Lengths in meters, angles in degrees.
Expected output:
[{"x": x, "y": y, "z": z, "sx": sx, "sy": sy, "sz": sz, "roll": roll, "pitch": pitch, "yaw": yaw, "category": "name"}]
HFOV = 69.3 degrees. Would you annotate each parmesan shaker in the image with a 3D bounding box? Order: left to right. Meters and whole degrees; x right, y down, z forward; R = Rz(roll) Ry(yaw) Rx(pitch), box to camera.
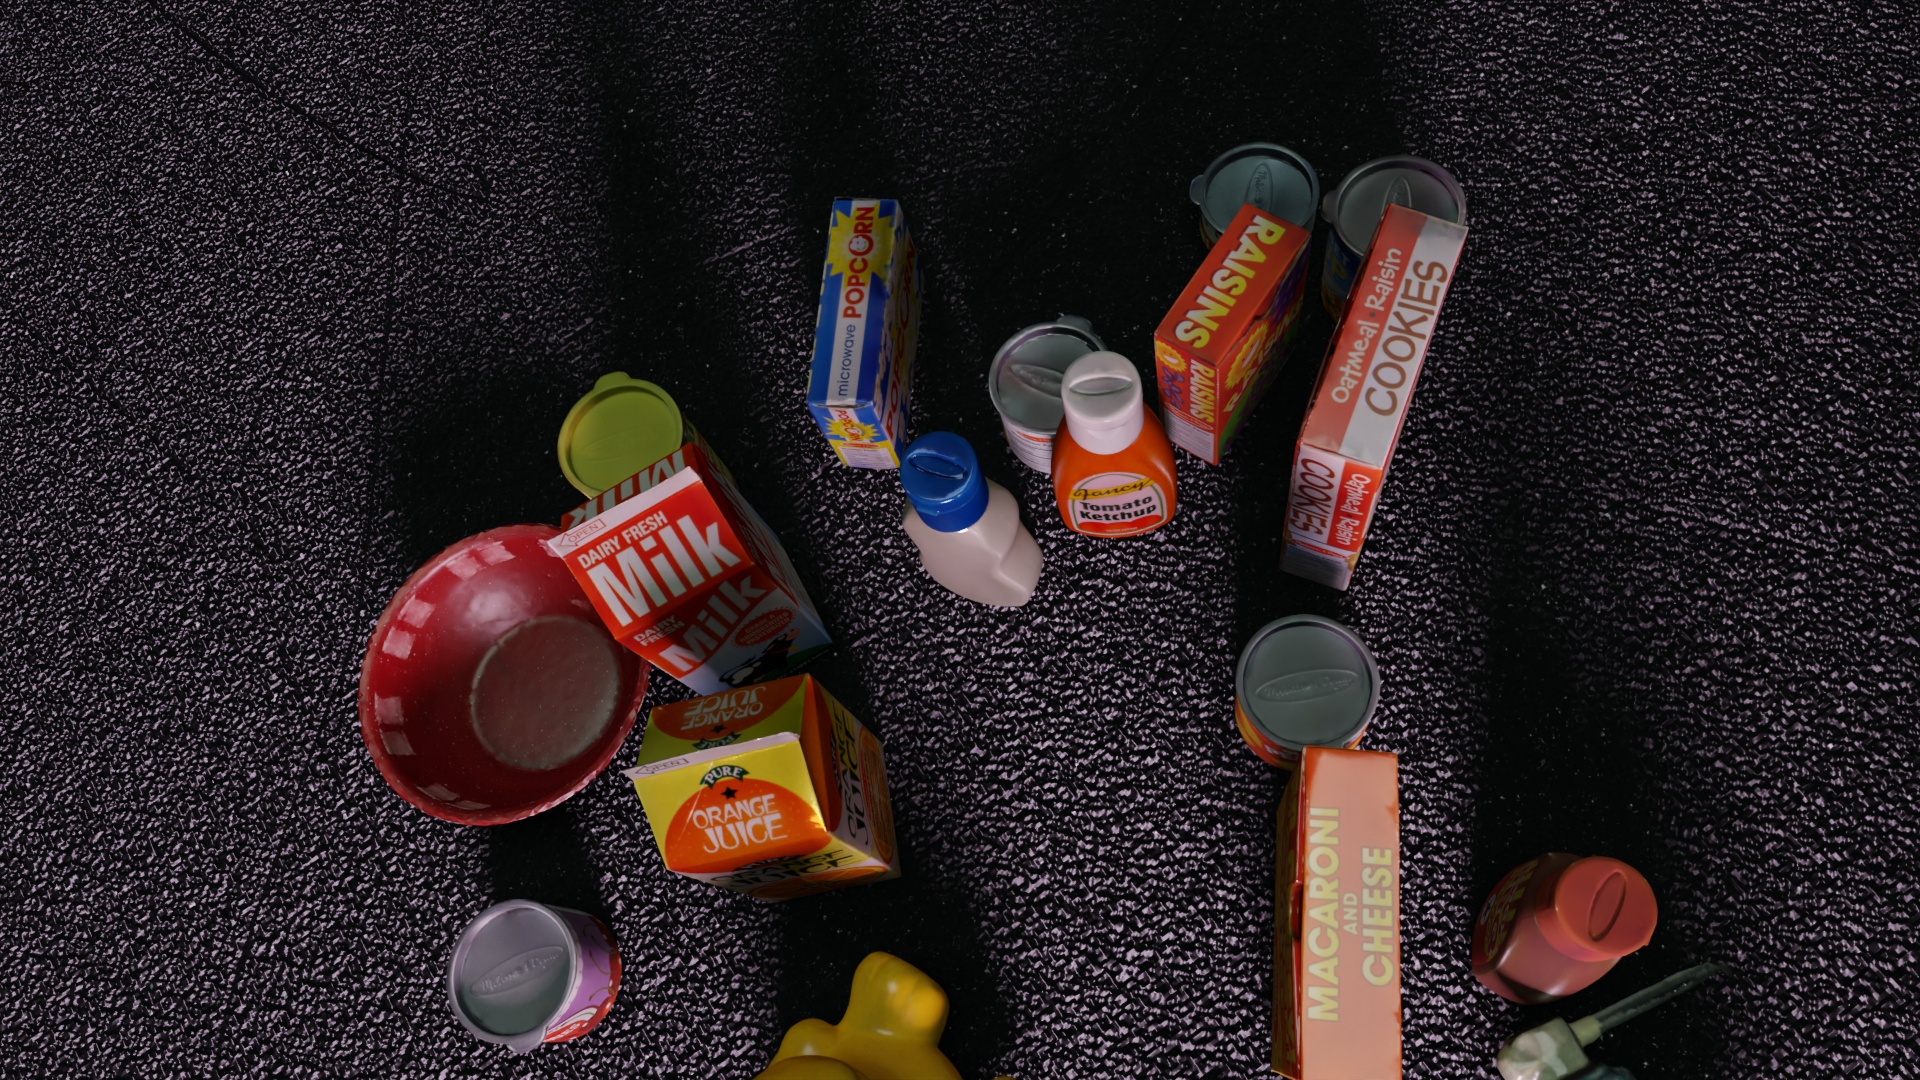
[{"x": -0.164, "y": -0.037, "z": 0.750, "sx": 0.071, "sy": 0.102, "sz": 0.071, "roll": -3, "pitch": 70, "yaw": 9, "category": "parmesan shaker"}]

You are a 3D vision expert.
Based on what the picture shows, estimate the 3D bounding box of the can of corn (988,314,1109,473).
[{"x": 0.053, "y": -0.078, "z": 0.752, "sx": 0.071, "sy": 0.058, "sz": 0.071, "roll": -3, "pitch": 70, "yaw": 9, "category": "can of corn"}]

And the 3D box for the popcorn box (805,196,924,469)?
[{"x": -0.051, "y": -0.113, "z": 0.768, "sx": 0.038, "sy": 0.085, "sz": 0.127, "roll": 2, "pitch": 70, "yaw": 10, "category": "popcorn box"}]

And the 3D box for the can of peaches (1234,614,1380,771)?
[{"x": 0.167, "y": 0.078, "z": 0.675, "sx": 0.071, "sy": 0.058, "sz": 0.071, "roll": -3, "pitch": 70, "yaw": 9, "category": "can of peaches"}]

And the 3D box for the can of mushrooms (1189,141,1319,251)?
[{"x": 0.166, "y": -0.189, "z": 0.788, "sx": 0.071, "sy": 0.033, "sz": 0.071, "roll": -3, "pitch": 69, "yaw": 9, "category": "can of mushrooms"}]

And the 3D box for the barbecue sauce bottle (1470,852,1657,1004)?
[{"x": 0.251, "y": 0.160, "z": 0.581, "sx": 0.044, "sy": 0.148, "sz": 0.065, "roll": 25, "pitch": 76, "yaw": 17, "category": "barbecue sauce bottle"}]

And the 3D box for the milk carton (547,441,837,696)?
[{"x": -0.129, "y": 0.016, "z": 0.677, "sx": 0.072, "sy": 0.190, "sz": 0.073, "roll": -29, "pitch": 68, "yaw": -1, "category": "milk carton"}]

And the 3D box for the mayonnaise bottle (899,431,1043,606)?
[{"x": 0.002, "y": -0.009, "z": 0.686, "sx": 0.065, "sy": 0.147, "sz": 0.041, "roll": 17, "pitch": 74, "yaw": 15, "category": "mayonnaise bottle"}]

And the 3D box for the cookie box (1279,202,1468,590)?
[{"x": 0.192, "y": -0.061, "z": 0.663, "sx": 0.040, "sy": 0.167, "sz": 0.123, "roll": 19, "pitch": 74, "yaw": 16, "category": "cookie box"}]

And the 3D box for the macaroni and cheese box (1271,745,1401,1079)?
[{"x": 0.155, "y": 0.164, "z": 0.586, "sx": 0.040, "sy": 0.166, "sz": 0.124, "roll": 2, "pitch": 71, "yaw": 11, "category": "macaroni and cheese box"}]

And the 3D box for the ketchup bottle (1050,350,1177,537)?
[{"x": 0.074, "y": -0.045, "z": 0.688, "sx": 0.065, "sy": 0.148, "sz": 0.043, "roll": -5, "pitch": 70, "yaw": 8, "category": "ketchup bottle"}]

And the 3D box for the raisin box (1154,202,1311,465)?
[{"x": 0.138, "y": -0.102, "z": 0.711, "sx": 0.040, "sy": 0.123, "sz": 0.086, "roll": 32, "pitch": 78, "yaw": 19, "category": "raisin box"}]

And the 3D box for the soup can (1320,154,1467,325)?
[{"x": 0.225, "y": -0.153, "z": 0.737, "sx": 0.071, "sy": 0.083, "sz": 0.071, "roll": -3, "pitch": 70, "yaw": 9, "category": "soup can"}]

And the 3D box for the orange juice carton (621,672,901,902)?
[{"x": -0.084, "y": 0.114, "z": 0.632, "sx": 0.072, "sy": 0.192, "sz": 0.073, "roll": -13, "pitch": 69, "yaw": 5, "category": "orange juice carton"}]

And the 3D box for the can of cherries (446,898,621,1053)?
[{"x": -0.209, "y": 0.217, "z": 0.687, "sx": 0.071, "sy": 0.058, "sz": 0.072, "roll": -3, "pitch": 70, "yaw": 9, "category": "can of cherries"}]
